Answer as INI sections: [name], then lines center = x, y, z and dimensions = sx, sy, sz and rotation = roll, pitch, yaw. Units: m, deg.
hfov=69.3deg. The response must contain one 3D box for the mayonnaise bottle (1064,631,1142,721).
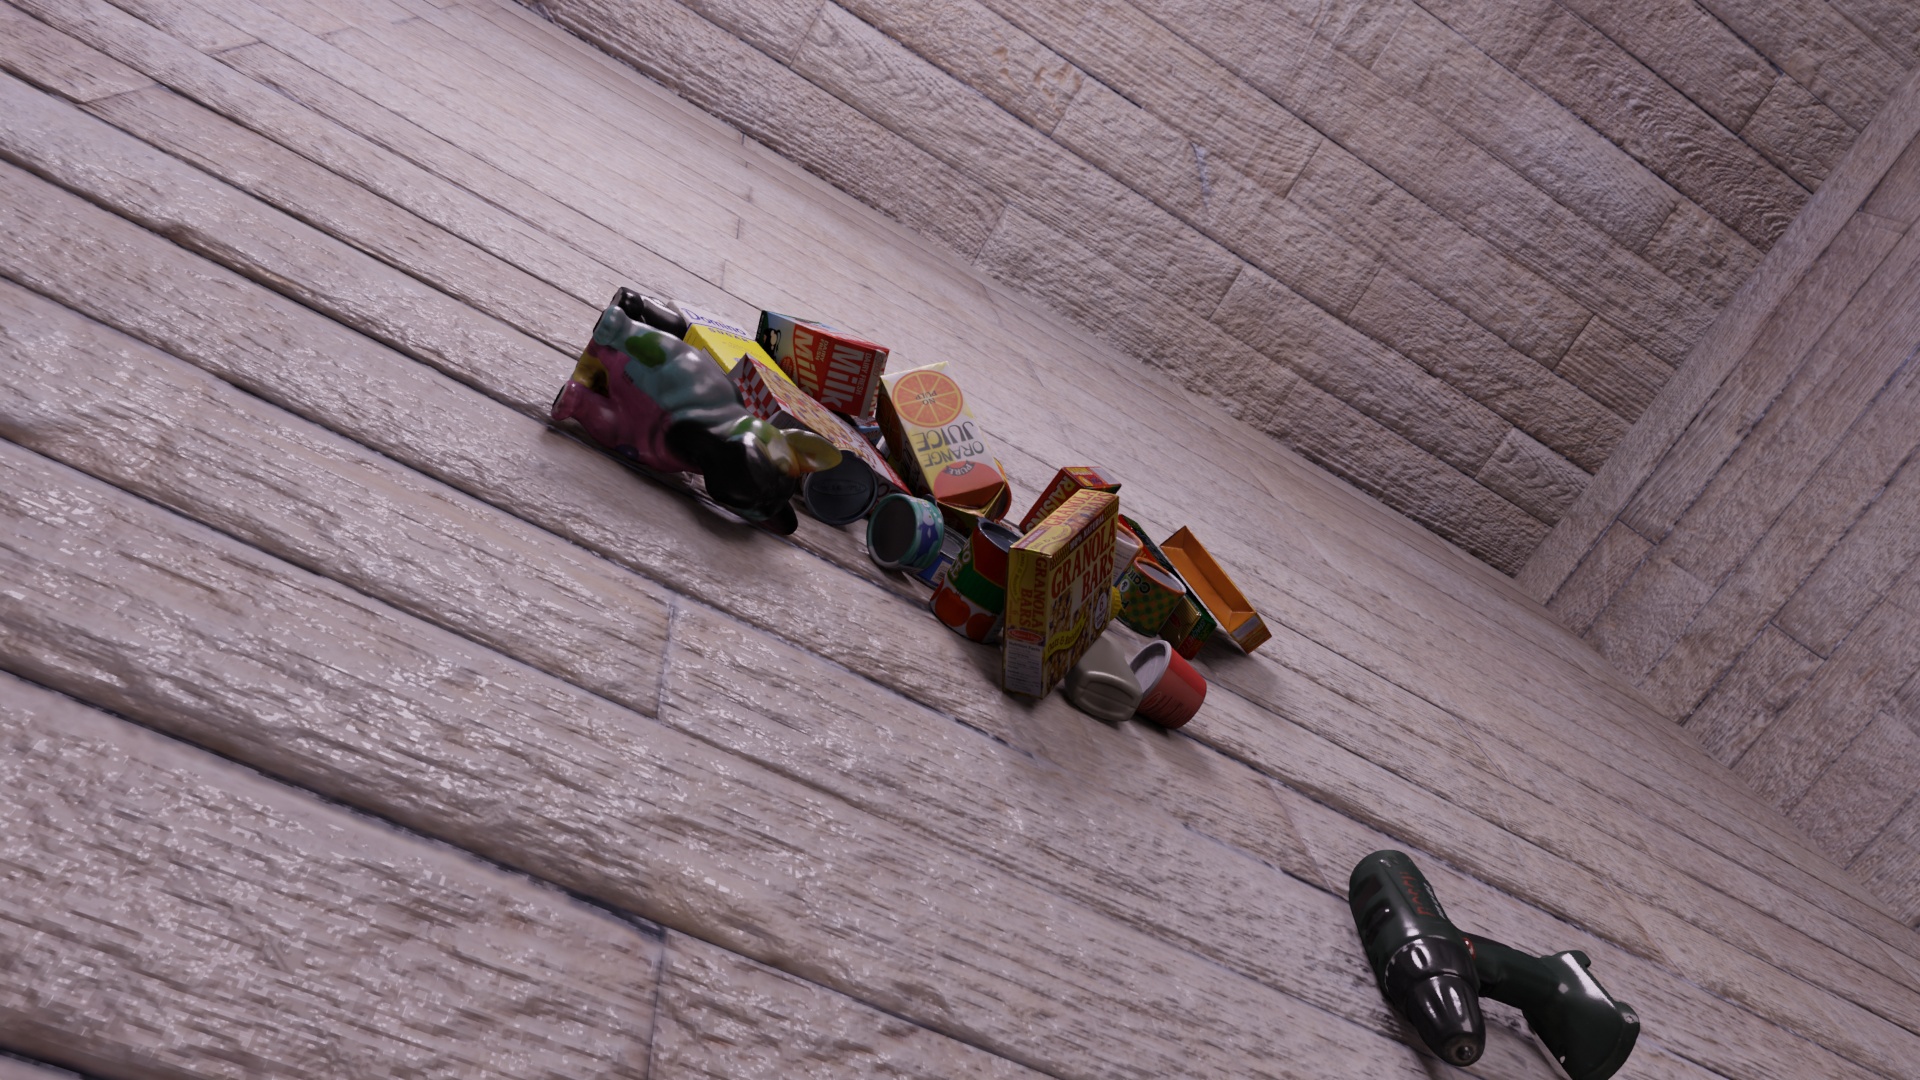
[mayonnaise bottle]
center = 0.117, 0.105, 1.219
dimensions = 0.065, 0.041, 0.148
rotation = 22, 17, -12

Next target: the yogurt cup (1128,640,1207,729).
[yogurt cup]
center = 0.180, 0.130, 1.224
dimensions = 0.054, 0.072, 0.072
rotation = 37, 15, -14

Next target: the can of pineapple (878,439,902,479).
[can of pineapple]
center = -0.049, -0.085, 1.428
dimensions = 0.071, 0.057, 0.071
rotation = 30, 16, -10

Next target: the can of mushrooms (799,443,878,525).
[can of mushrooms]
center = -0.106, -0.052, 1.213
dimensions = 0.071, 0.071, 0.033
rotation = 25, 16, -24

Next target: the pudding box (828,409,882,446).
[pudding box]
center = -0.118, -0.118, 1.449
dimensions = 0.050, 0.030, 0.084
rotation = 37, 17, 15

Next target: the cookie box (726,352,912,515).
[cookie box]
center = -0.131, -0.094, 1.283
dimensions = 0.167, 0.040, 0.123
rotation = 34, 12, -38

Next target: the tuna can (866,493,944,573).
[tuna can]
center = -0.047, -0.008, 1.194
dimensions = 0.033, 0.071, 0.071
rotation = 14, 24, -45

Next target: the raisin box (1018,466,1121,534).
[raisin box]
center = 0.125, -0.039, 1.561
dimensions = 0.040, 0.086, 0.123
rotation = 43, 19, 17

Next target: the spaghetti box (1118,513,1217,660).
[spaghetti box]
center = 0.214, 0.046, 1.544
dimensions = 0.028, 0.050, 0.251
rotation = 27, 17, -25

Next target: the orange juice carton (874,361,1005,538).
[orange juice carton]
center = -0.015, -0.072, 1.332
dimensions = 0.073, 0.071, 0.193
rotation = -15, 63, -17

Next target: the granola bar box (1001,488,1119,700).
[granola bar box]
center = 0.083, 0.040, 1.141
dimensions = 0.039, 0.123, 0.166
rotation = 11, 22, 22

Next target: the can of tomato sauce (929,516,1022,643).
[can of tomato sauce]
center = 0.020, 0.034, 1.174
dimensions = 0.071, 0.083, 0.071
rotation = 29, 16, -9

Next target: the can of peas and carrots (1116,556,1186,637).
[can of peas and carrots]
center = 0.192, 0.058, 1.455
dimensions = 0.071, 0.058, 0.071
rotation = 29, 16, -9

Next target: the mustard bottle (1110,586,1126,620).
[mustard bottle]
center = 0.109, 0.052, 1.340
dimensions = 0.160, 0.048, 0.065
rotation = 16, 24, -43

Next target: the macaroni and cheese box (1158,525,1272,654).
[macaroni and cheese box]
center = 0.286, 0.057, 1.538
dimensions = 0.124, 0.040, 0.166
rotation = 54, 8, 21

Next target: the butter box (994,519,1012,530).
[butter box]
center = 0.005, -0.017, 1.394
dimensions = 0.103, 0.024, 0.053
rotation = 28, 18, -14

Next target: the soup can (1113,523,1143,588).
[soup can]
center = 0.136, 0.021, 1.415
dimensions = 0.071, 0.083, 0.071
rotation = 29, 16, -9

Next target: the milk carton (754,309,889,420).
[milk carton]
center = -0.137, -0.179, 1.421
dimensions = 0.073, 0.072, 0.191
rotation = 7, 15, -39

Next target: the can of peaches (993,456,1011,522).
[can of peaches]
center = 0.019, -0.051, 1.444
dimensions = 0.071, 0.071, 0.058
rotation = 28, 17, -16
